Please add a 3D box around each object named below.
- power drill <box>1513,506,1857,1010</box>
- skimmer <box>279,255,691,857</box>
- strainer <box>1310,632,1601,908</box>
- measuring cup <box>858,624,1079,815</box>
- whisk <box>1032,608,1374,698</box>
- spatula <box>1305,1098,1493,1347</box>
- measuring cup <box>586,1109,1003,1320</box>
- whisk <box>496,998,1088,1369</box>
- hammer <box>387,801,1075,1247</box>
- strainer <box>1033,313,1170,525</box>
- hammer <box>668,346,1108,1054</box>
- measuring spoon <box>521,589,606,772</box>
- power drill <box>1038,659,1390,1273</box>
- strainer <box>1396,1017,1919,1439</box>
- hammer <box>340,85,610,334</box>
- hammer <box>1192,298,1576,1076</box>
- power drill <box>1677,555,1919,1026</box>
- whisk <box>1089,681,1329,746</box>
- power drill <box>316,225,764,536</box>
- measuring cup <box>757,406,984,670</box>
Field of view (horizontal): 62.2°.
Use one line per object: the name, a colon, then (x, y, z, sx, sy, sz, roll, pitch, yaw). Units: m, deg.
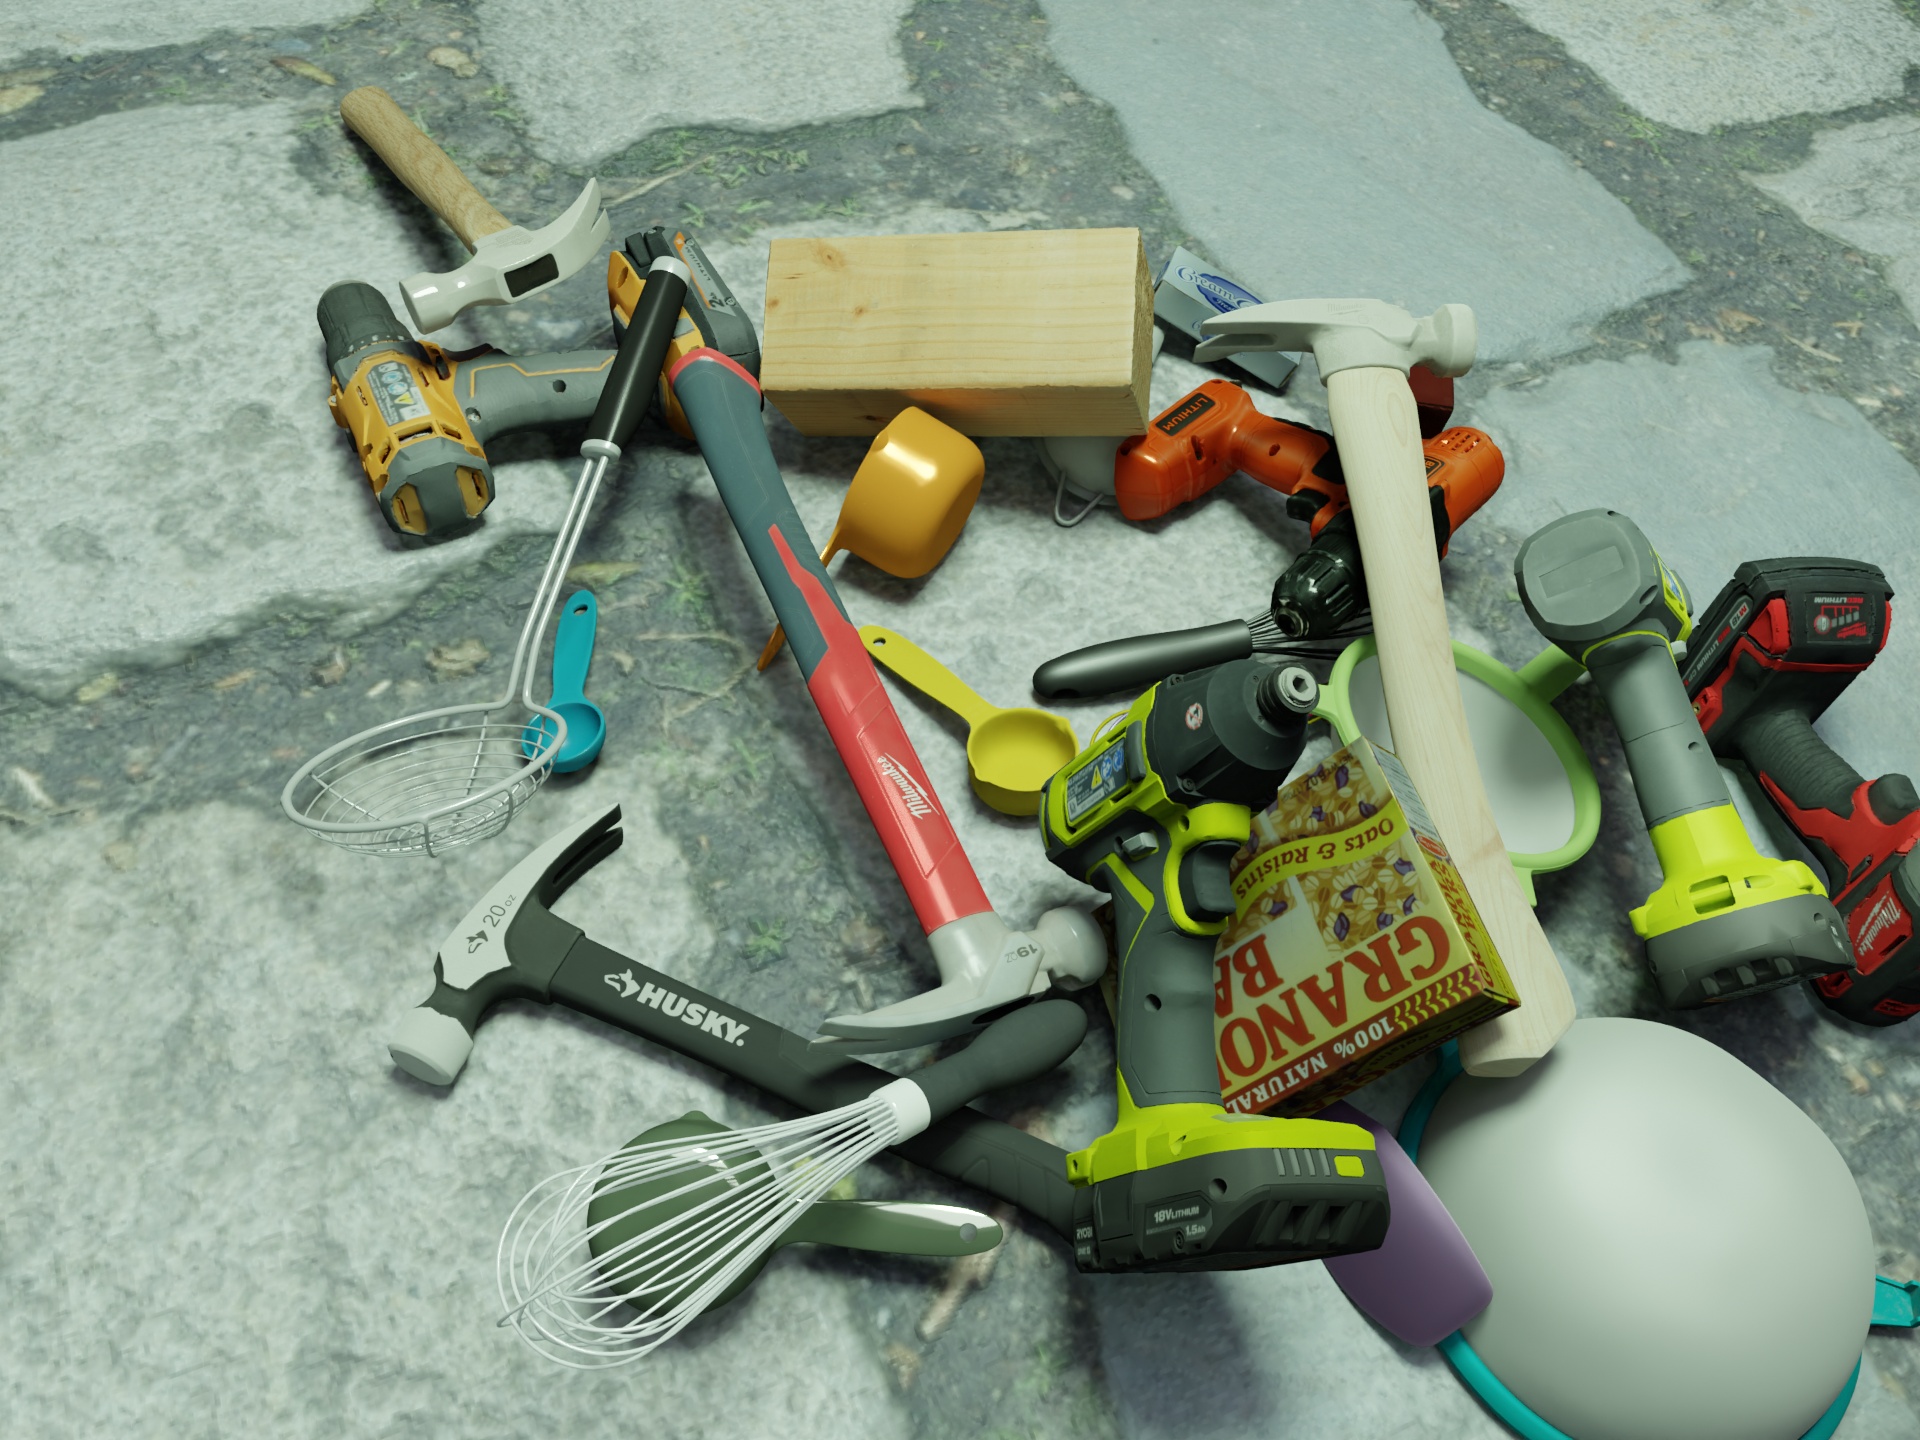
power drill: (0.351, 0.020, 0.777, 0.080, 0.190, 0.229, -24, 69, 28)
skimmer: (-0.212, -0.097, 0.778, 0.127, 0.090, 0.363, 4, 66, 27)
strainer: (0.274, 0.011, 0.842, 0.151, 0.069, 0.256, 45, 45, 16)
measuring cup: (-0.001, -0.003, 0.834, 0.062, 0.029, 0.157, -33, 52, -28)
whisk: (0.153, -0.044, 0.872, 0.239, 0.055, 0.055, -12, 56, -11)
spatula: (0.131, 0.138, 0.737, 0.018, 0.059, 0.316, 21, 31, -51)
measuring cup: (-0.066, 0.201, 0.634, 0.167, 0.038, 0.083, 3, 79, 1)
whisk: (-0.048, 0.163, 0.613, 0.284, 0.070, 0.070, -18, 56, -41)
hammer: (-0.066, 0.150, 0.699, 0.335, 0.035, 0.146, 22, 54, 8)
strainer: (0.108, -0.219, 0.996, 0.087, 0.050, 0.259, 29, 50, -6)
hammer: (-0.075, -0.027, 0.764, 0.143, 0.038, 0.387, -13, 62, -30)
measuring spoon: (-0.198, -0.019, 0.820, 0.042, 0.021, 0.129, -9, 45, 3)
power drill: (0.095, 0.095, 0.625, 0.080, 0.171, 0.223, 7, 65, -23)
strainer: (0.265, 0.160, 0.701, 0.211, 0.095, 0.341, -24, 62, -23)
hammer: (-0.314, -0.327, 0.964, 0.130, 0.031, 0.332, -27, 45, -18)
hammer: (0.206, -0.037, 0.754, 0.146, 0.038, 0.411, -1, 61, -3)
power drill: (0.451, 0.027, 0.800, 0.078, 0.143, 0.220, 0, 51, -11)
whisk: (0.175, -0.008, 0.845, 0.245, 0.051, 0.047, -15, 33, -24)
power drill: (-0.249, -0.211, 0.917, 0.226, 0.084, 0.186, -23, 58, -18)
measuring cup: (-0.045, -0.087, 0.861, 0.052, 0.095, 0.174, 29, 73, 7)
